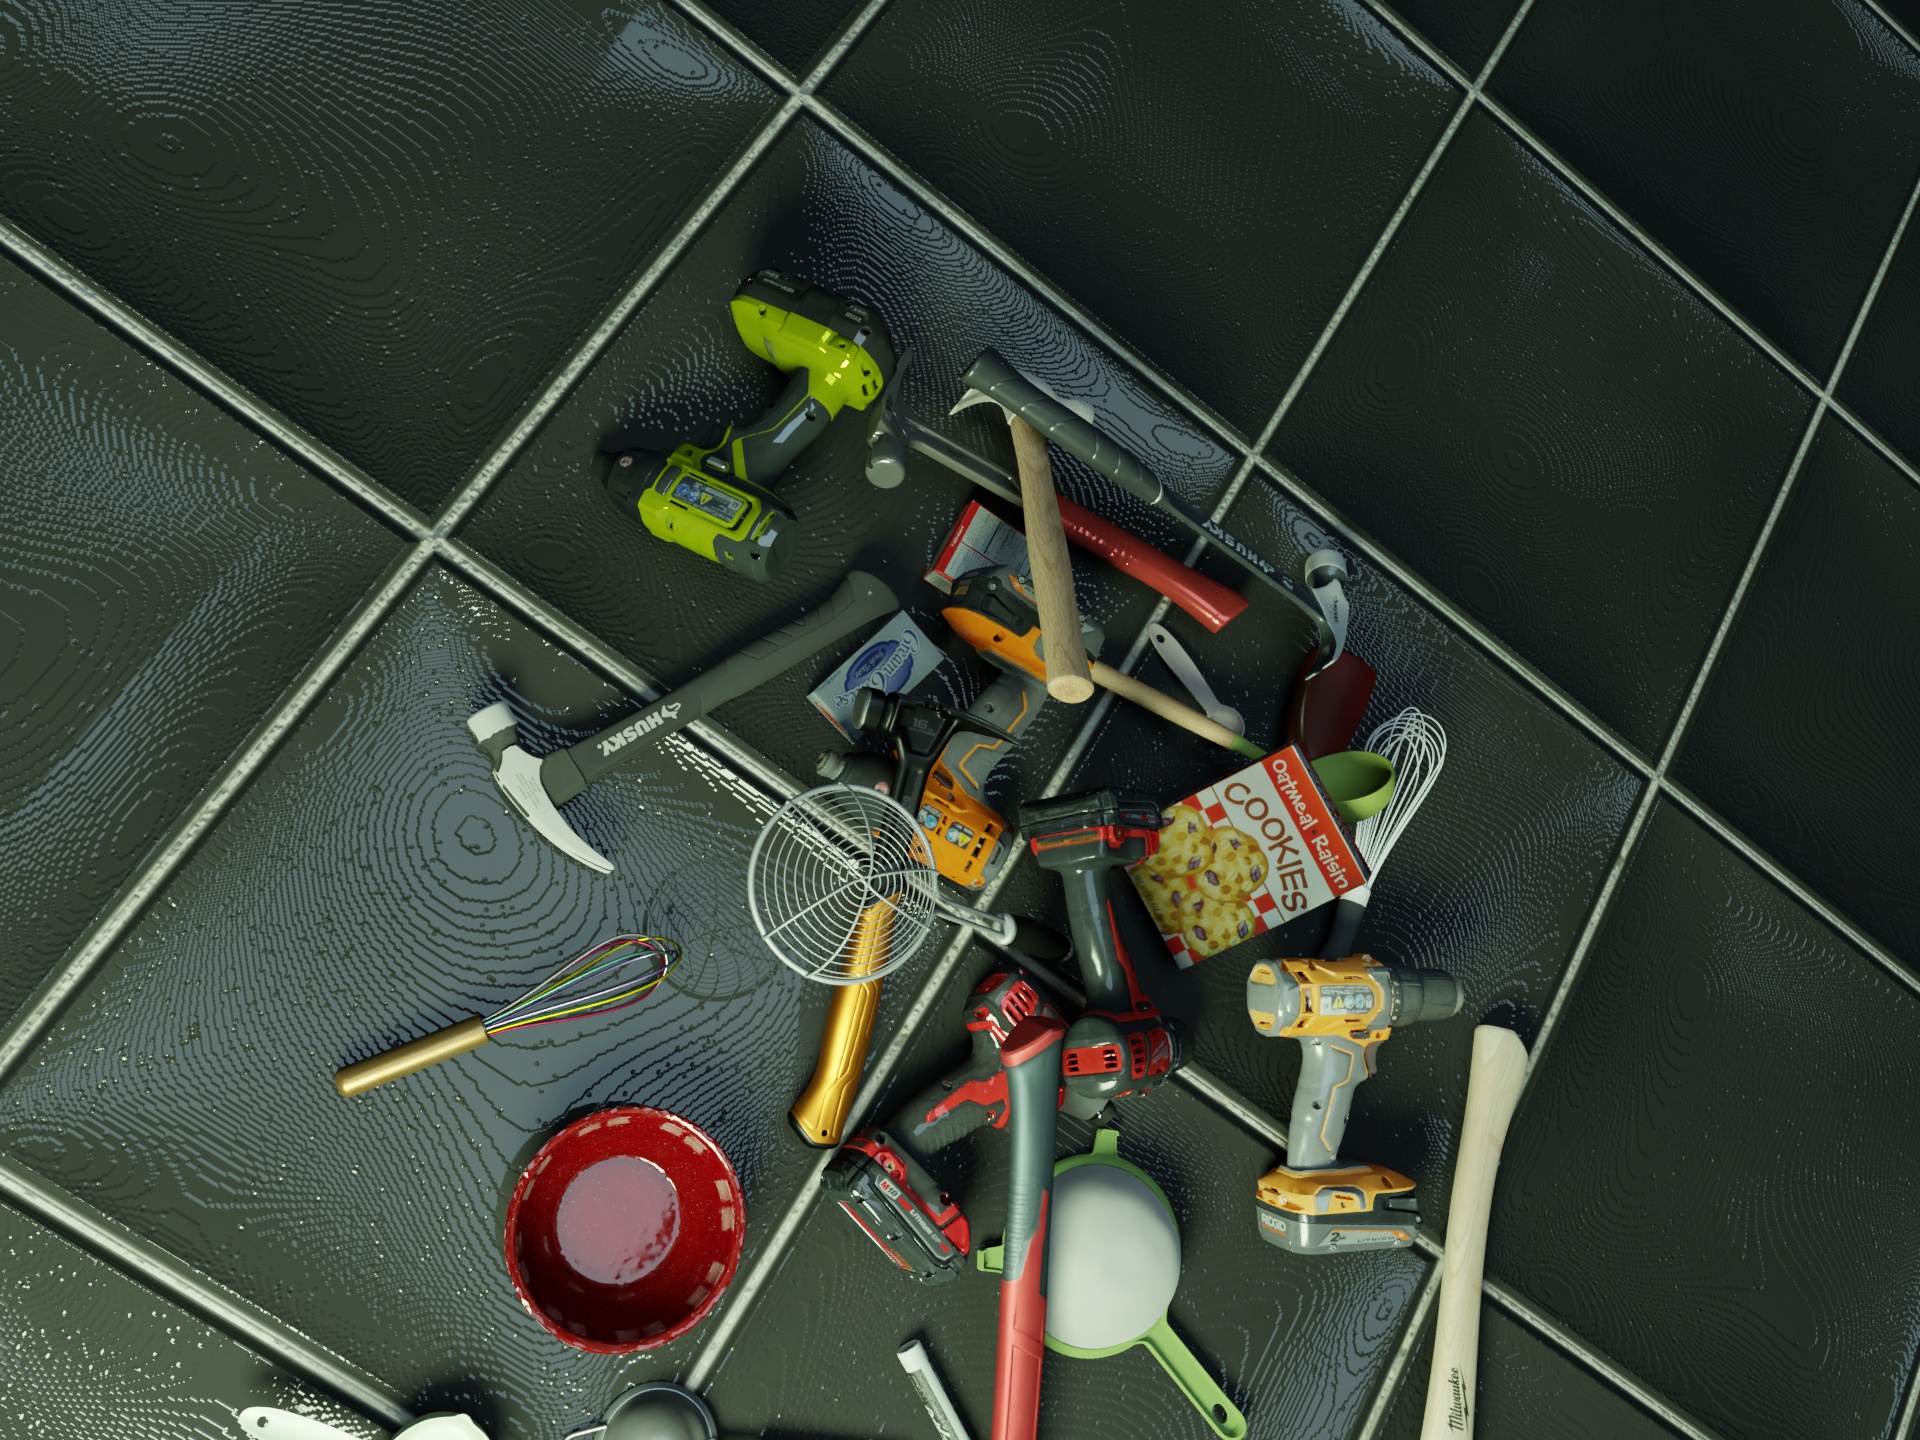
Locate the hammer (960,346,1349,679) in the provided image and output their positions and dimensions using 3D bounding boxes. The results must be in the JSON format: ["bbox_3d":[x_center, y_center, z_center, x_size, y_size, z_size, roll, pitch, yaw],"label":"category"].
[{"bbox_3d":[0.167,-0.175,1.290,0.408,0.036,0.149,31,43,-22],"label":"hammer"}]

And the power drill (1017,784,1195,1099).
[{"bbox_3d":[0.123,0.171,1.214,0.187,0.080,0.227,14,66,-62],"label":"power drill"}]

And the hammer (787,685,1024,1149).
[{"bbox_3d":[-0.055,0.150,1.162,0.127,0.034,0.337,15,92,-19],"label":"hammer"}]

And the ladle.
[{"bbox_3d":[0.204,-0.005,1.300,0.320,0.062,0.078,27,35,1],"label":"ladle"}]

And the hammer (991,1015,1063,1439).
[{"bbox_3d":[0.059,0.401,1.132,0.143,0.038,0.386,1,96,-27],"label":"hammer"}]

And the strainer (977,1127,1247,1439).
[{"bbox_3d":[0.143,0.448,1.203,0.151,0.069,0.256,-39,92,-22],"label":"strainer"}]

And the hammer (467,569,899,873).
[{"bbox_3d":[-0.186,-0.019,1.201,0.335,0.035,0.146,-32,90,-23],"label":"hammer"}]

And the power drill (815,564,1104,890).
[{"bbox_3d":[-0.002,-0.004,1.222,0.164,0.084,0.226,30,80,-20],"label":"power drill"}]

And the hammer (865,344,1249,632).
[{"bbox_3d":[0.086,-0.175,1.317,0.358,0.036,0.149,26,45,-19],"label":"hammer"}]

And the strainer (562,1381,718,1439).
[{"bbox_3d":[-0.144,0.511,1.106,0.258,0.050,0.087,14,60,-20],"label":"strainer"}]

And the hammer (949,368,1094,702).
[{"bbox_3d":[0.062,-0.152,1.224,0.130,0.031,0.332,18,47,-27],"label":"hammer"}]

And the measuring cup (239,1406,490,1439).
[{"bbox_3d":[-0.382,0.473,1.029,0.167,0.038,0.083,25,72,-11],"label":"measuring cup"}]

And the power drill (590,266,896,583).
[{"bbox_3d":[-0.164,-0.230,1.217,0.171,0.080,0.223,26,71,15],"label":"power drill"}]

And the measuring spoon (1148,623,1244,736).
[{"bbox_3d":[0.197,-0.030,1.354,0.034,0.018,0.124,-33,84,-22],"label":"measuring spoon"}]

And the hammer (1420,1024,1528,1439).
[{"bbox_3d":[0.408,0.456,1.315,0.146,0.038,0.411,17,73,-14],"label":"hammer"}]

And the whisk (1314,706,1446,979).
[{"bbox_3d":[0.346,0.119,1.354,0.070,0.070,0.285,26,76,-13],"label":"whisk"}]

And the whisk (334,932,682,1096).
[{"bbox_3d":[-0.311,0.205,1.112,0.245,0.051,0.047,-20,65,-18],"label":"whisk"}]

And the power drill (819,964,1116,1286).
[{"bbox_3d":[0.015,0.305,1.187,0.143,0.078,0.220,48,65,-5],"label":"power drill"}]

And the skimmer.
[{"bbox_3d":[-0.018,0.135,1.118,0.090,0.363,0.127,3,77,25],"label":"skimmer"}]

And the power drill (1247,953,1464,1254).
[{"bbox_3d":[0.323,0.302,1.280,0.185,0.084,0.226,2,85,-20],"label":"power drill"}]
